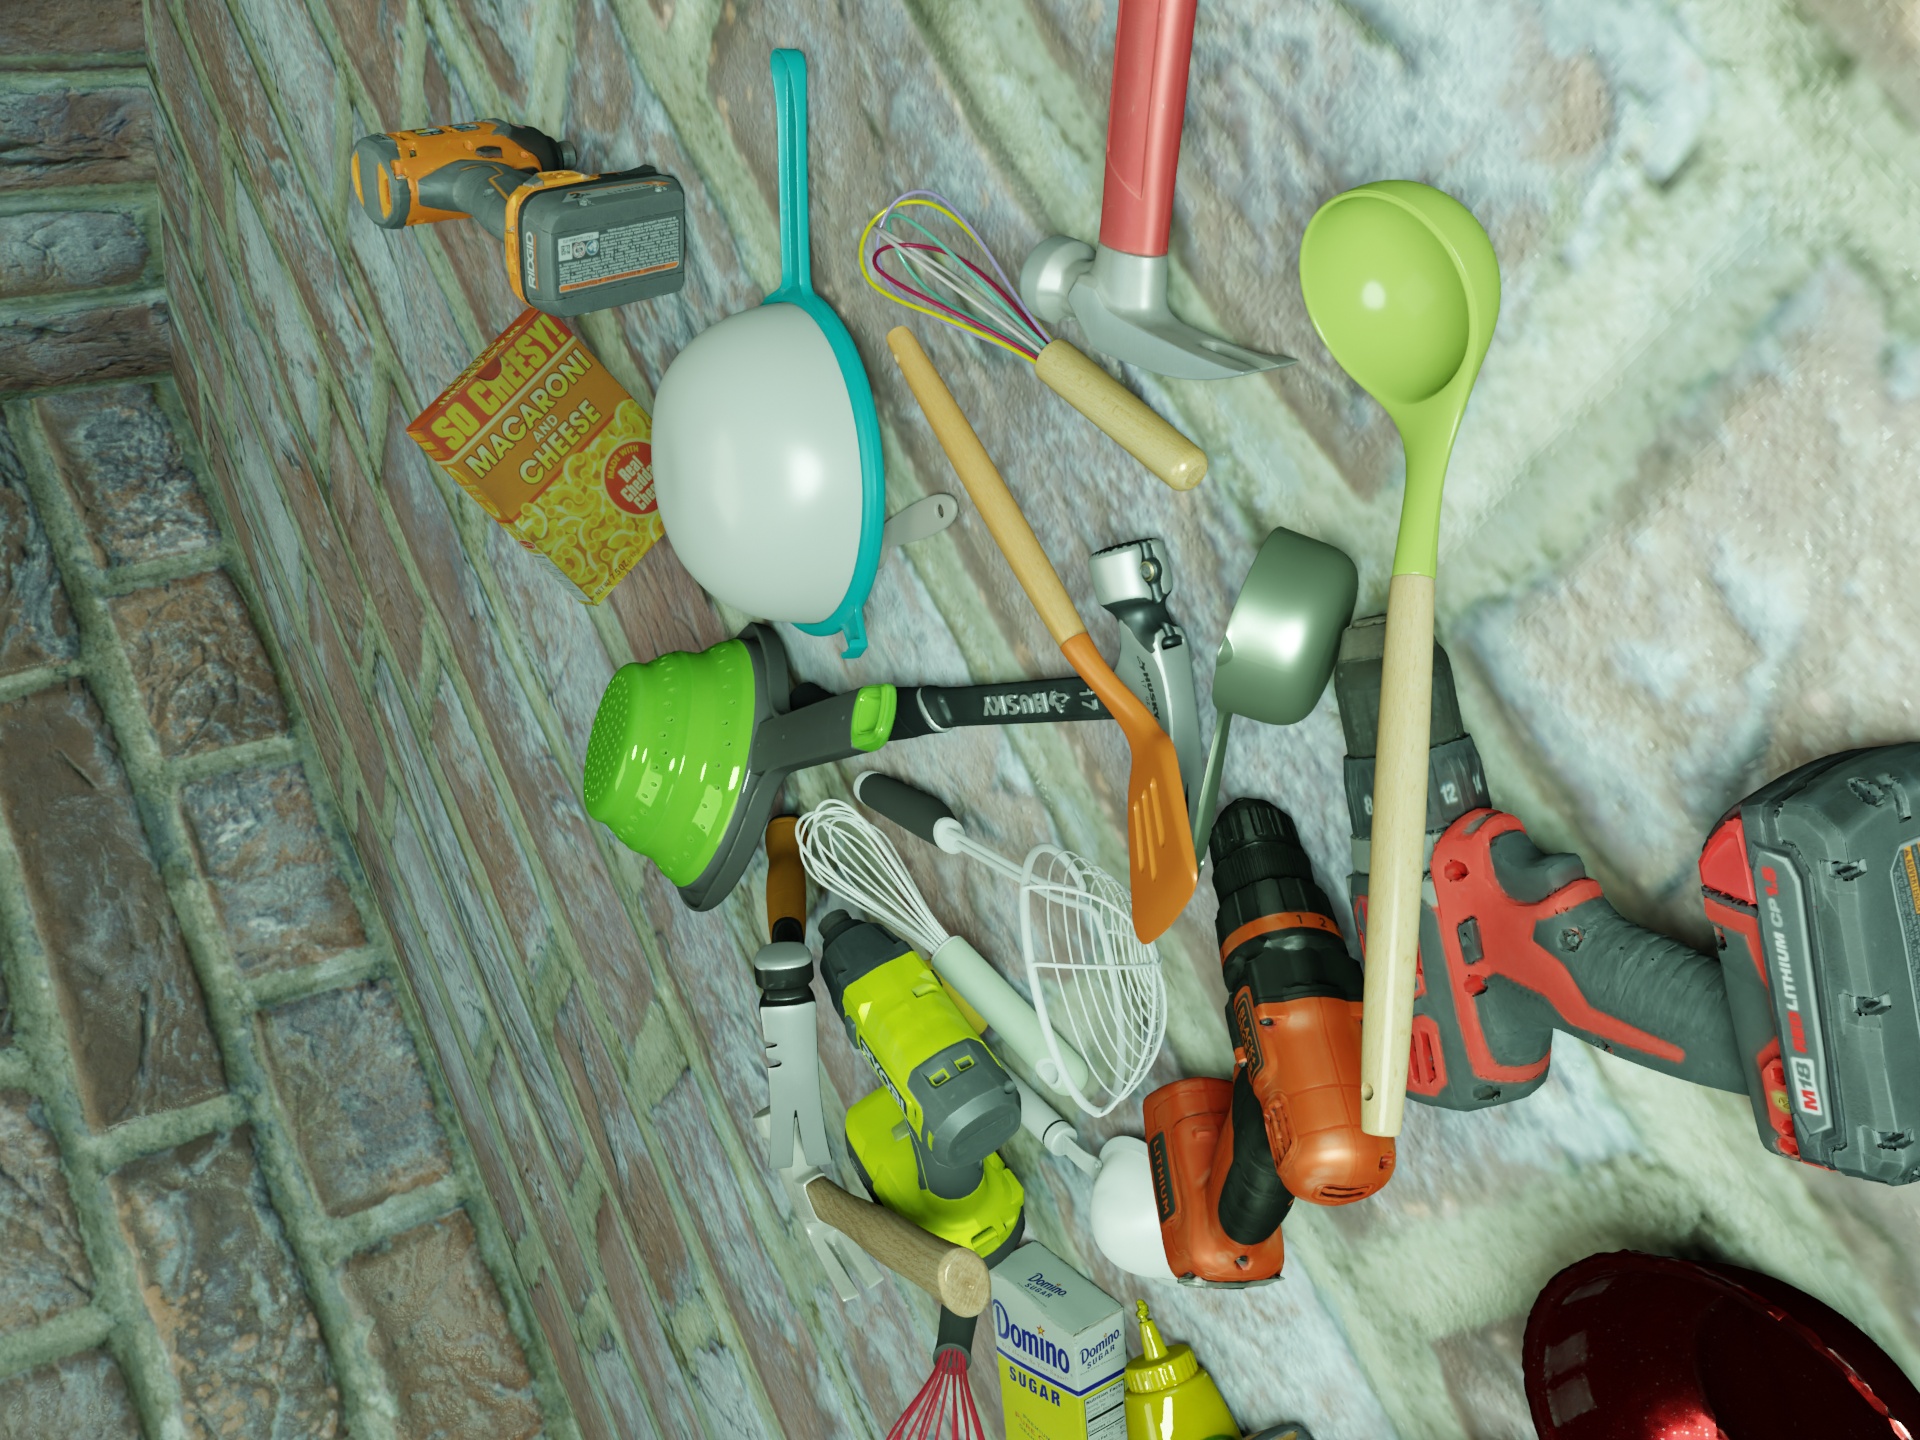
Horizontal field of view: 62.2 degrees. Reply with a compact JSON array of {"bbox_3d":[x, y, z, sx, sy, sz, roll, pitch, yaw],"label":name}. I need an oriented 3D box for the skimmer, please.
[{"bbox_3d":[-0.002,0.092,0.855,0.363,0.090,0.127,24,142,61],"label":"skimmer"}]

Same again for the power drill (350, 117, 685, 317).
[{"bbox_3d":[-0.287,-0.356,1.090,0.227,0.164,0.084,32,132,32],"label":"power drill"}]

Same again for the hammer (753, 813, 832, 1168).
[{"bbox_3d":[-0.106,0.139,0.991,0.337,0.034,0.127,-112,18,-73],"label":"hammer"}]

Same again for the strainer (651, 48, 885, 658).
[{"bbox_3d":[-0.130,-0.208,0.928,0.211,0.095,0.340,36,131,53],"label":"strainer"}]

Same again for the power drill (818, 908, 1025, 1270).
[{"bbox_3d":[-0.026,0.225,0.955,0.171,0.080,0.223,49,156,37],"label":"power drill"}]

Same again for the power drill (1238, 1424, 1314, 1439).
[{"bbox_3d":[0.212,0.422,0.719,0.185,0.084,0.226,66,153,11],"label":"power drill"}]

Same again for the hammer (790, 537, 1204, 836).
[{"bbox_3d":[-0.001,-0.003,0.896,0.409,0.036,0.149,-4,102,59],"label":"hammer"}]

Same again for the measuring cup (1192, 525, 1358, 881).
[{"bbox_3d":[0.124,0.005,0.647,0.038,0.083,0.167,19,119,19],"label":"measuring cup"}]

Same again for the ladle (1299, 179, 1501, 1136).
[{"bbox_3d":[0.141,-0.023,0.535,0.078,0.062,0.320,172,104,-67],"label":"ladle"}]

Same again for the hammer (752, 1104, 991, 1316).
[{"bbox_3d":[-0.053,0.309,0.961,0.130,0.031,0.331,67,159,-2],"label":"hammer"}]

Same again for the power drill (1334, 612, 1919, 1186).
[{"bbox_3d":[0.214,0.048,0.532,0.227,0.080,0.188,-5,97,63],"label":"power drill"}]

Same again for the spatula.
[{"bbox_3d":[0.033,-0.054,0.731,0.323,0.041,0.081,62,158,18],"label":"spatula"}]

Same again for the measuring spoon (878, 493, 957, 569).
[{"bbox_3d":[-0.038,-0.110,0.914,0.124,0.018,0.034,-12,94,60],"label":"measuring spoon"}]

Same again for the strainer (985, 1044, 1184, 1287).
[{"bbox_3d":[0.060,0.247,0.916,0.259,0.050,0.086,34,130,52],"label":"strainer"}]

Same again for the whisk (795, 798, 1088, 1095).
[{"bbox_3d":[-0.013,0.133,0.952,0.246,0.059,0.057,43,123,25],"label":"whisk"}]

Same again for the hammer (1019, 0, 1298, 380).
[{"bbox_3d":[0.089,-0.322,0.585,0.143,0.038,0.386,36,134,44],"label":"hammer"}]

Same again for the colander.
[{"bbox_3d":[-0.161,0.012,1.019,0.397,0.094,0.204,-16,63,61],"label":"colander"}]

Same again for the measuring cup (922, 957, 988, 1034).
[{"bbox_3d":[-0.021,0.173,1.031,0.156,0.029,0.062,-6,105,70],"label":"measuring cup"}]

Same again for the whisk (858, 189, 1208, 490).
[{"bbox_3d":[0.028,-0.179,0.753,0.245,0.047,0.051,47,155,31],"label":"whisk"}]

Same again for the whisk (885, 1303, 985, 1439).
[{"bbox_3d":[-0.007,0.391,0.936,0.296,0.073,0.073,-73,-21,-69],"label":"whisk"}]
